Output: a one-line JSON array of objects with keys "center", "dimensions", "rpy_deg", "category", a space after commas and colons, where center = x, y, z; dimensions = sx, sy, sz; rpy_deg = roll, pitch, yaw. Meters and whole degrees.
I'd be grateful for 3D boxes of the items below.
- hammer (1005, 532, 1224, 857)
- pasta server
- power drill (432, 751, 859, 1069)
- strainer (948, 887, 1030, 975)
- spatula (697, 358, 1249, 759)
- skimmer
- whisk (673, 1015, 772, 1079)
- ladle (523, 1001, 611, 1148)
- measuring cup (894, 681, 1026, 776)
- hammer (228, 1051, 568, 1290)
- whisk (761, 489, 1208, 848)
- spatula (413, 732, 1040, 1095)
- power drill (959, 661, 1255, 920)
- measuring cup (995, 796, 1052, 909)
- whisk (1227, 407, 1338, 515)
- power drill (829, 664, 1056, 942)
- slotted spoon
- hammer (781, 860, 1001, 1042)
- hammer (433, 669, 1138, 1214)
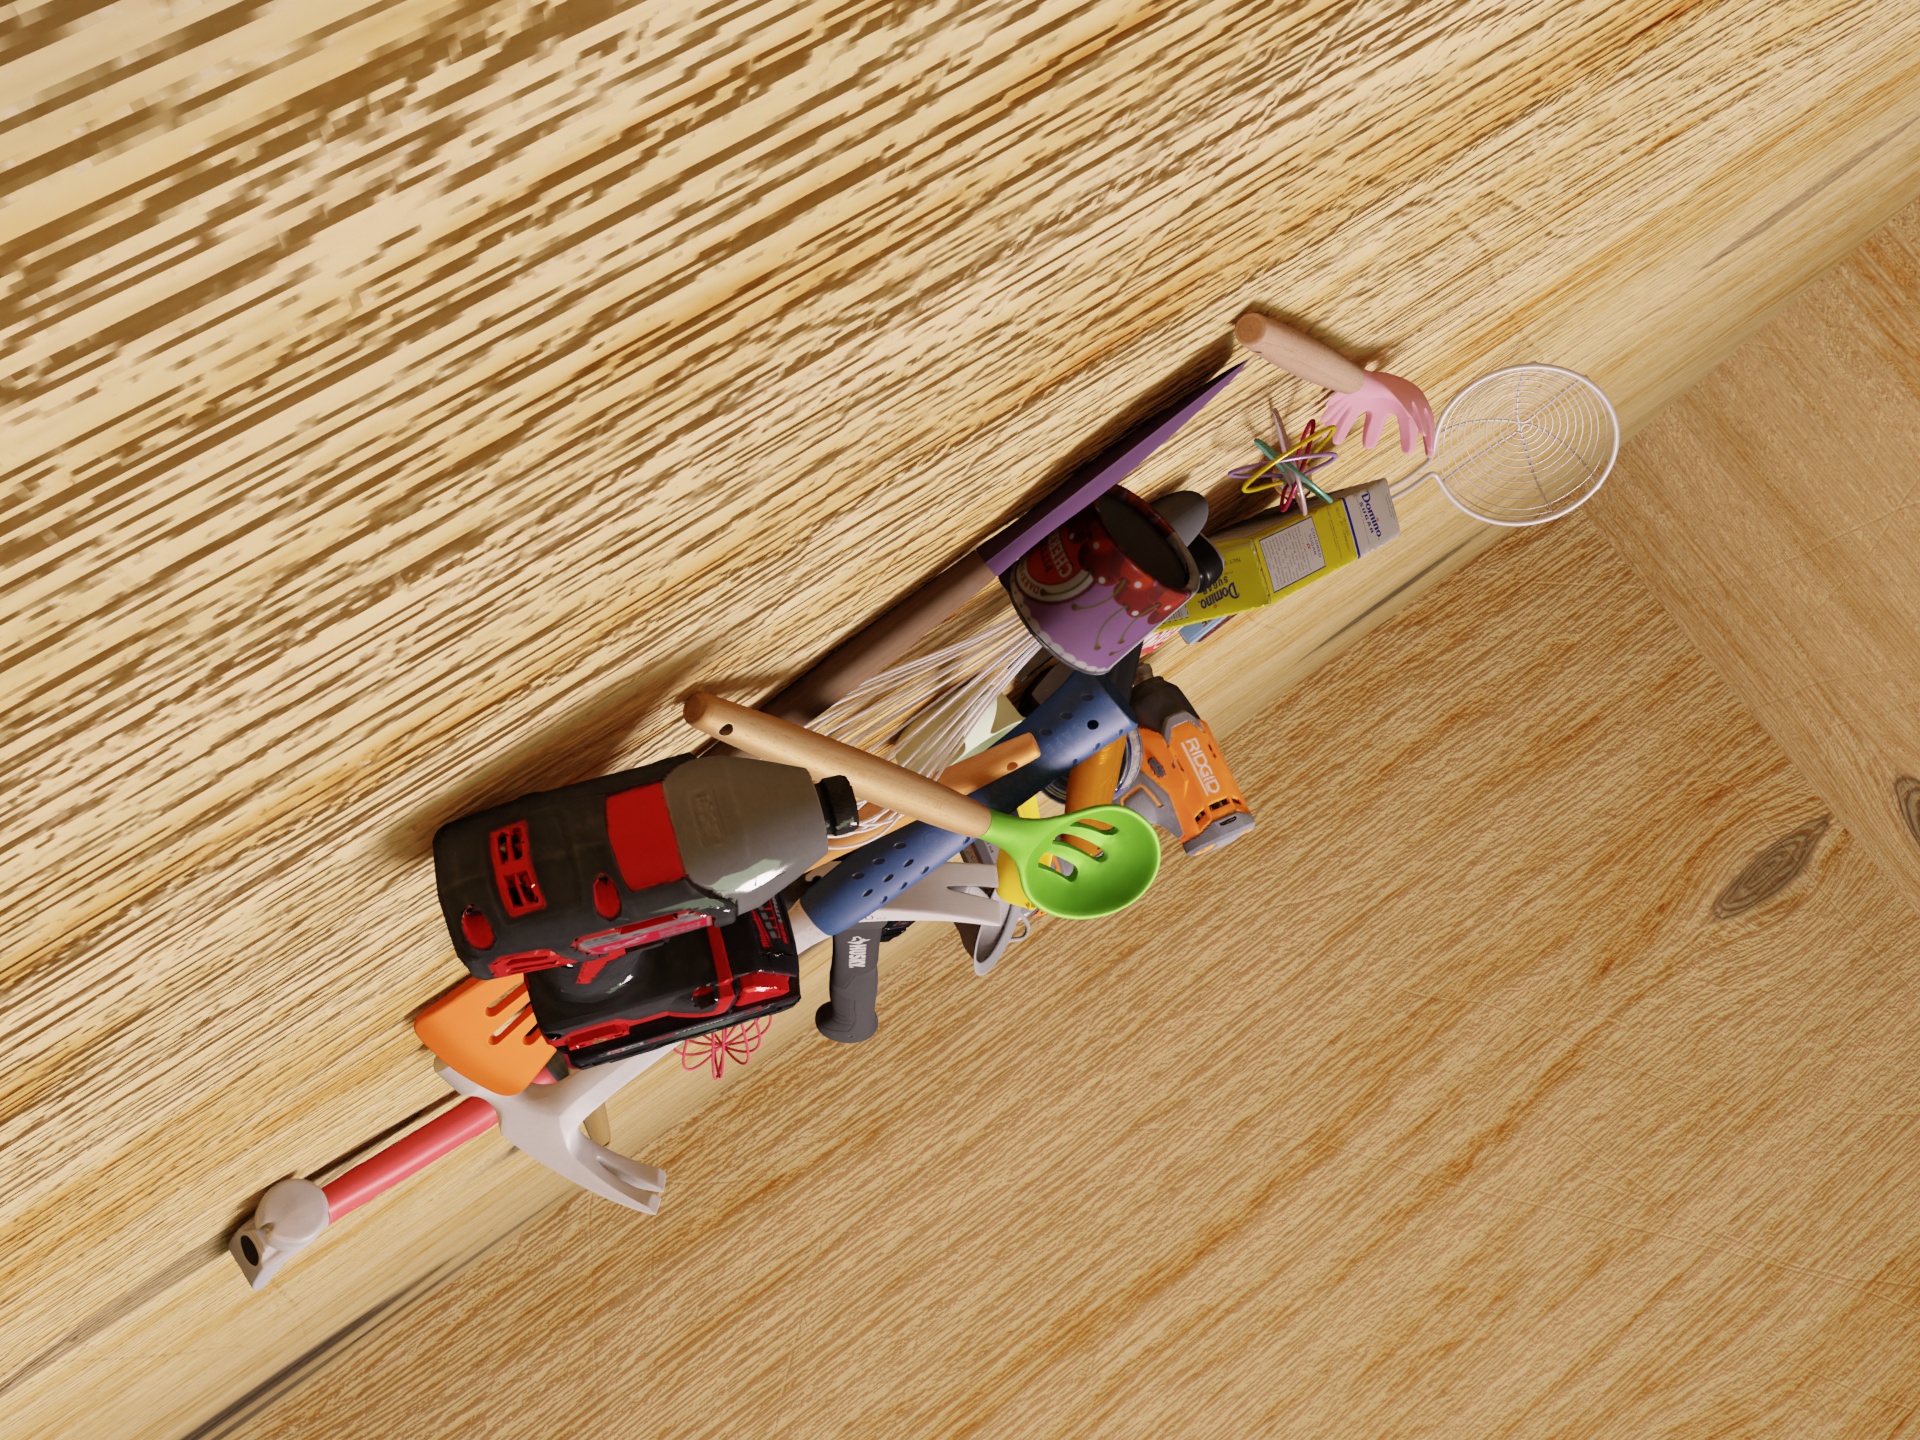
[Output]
[{"center": [0.081, 0.015, 0.951], "dimensions": [0.127, 0.034, 0.336], "rpy_deg": [-37, 160, -16], "category": "hammer"}, {"center": [0.177, -0.157, 0.752], "dimensions": [0.316, 0.060, 0.040], "rpy_deg": [-12, 113, -64], "category": "pasta server"}, {"center": [-0.115, 0.072, 0.623], "dimensions": [0.143, 0.079, 0.219], "rpy_deg": [-15, 163, -12], "category": "power drill"}, {"center": [0.010, 0.120, 1.052], "dimensions": [0.258, 0.050, 0.087], "rpy_deg": [58, 52, -75], "category": "strainer"}, {"center": [-0.010, -0.050, 0.660], "dimensions": [0.316, 0.018, 0.060], "rpy_deg": [-37, -177, 4], "category": "spatula"}, {"center": [0.297, -0.140, 1.119], "dimensions": [0.363, 0.127, 0.090], "rpy_deg": [-29, -149, -16], "category": "skimmer"}, {"center": [-0.150, 0.153, 0.992], "dimensions": [0.073, 0.073, 0.295], "rpy_deg": [-32, 159, -26], "category": "whisk"}, {"center": [-0.235, 0.220, 0.996], "dimensions": [0.069, 0.031, 0.315], "rpy_deg": [-34, 159, -24], "category": "ladle"}, {"center": [-0.001, -0.003, 0.880], "dimensions": [0.083, 0.038, 0.167], "rpy_deg": [-34, 169, -10], "category": "measuring cup"}, {"center": [-0.293, 0.247, 1.061], "dimensions": [0.386, 0.038, 0.143], "rpy_deg": [-28, 169, -42], "category": "hammer"}, {"center": [0.019, -0.033, 0.757], "dimensions": [0.284, 0.070, 0.070], "rpy_deg": [-37, 172, -24], "category": "whisk"}, {"center": [-0.106, 0.086, 0.764], "dimensions": [0.322, 0.041, 0.080], "rpy_deg": [-26, 134, 8], "category": "spatula"}, {"center": [0.105, 0.056, 1.280], "dimensions": [0.226, 0.164, 0.084], "rpy_deg": [-21, 168, -13], "category": "power drill"}, {"center": [0.033, 0.066, 0.980], "dimensions": [0.156, 0.029, 0.062], "rpy_deg": [74, 31, -58], "category": "measuring cup"}, {"center": [0.181, -0.134, 0.856], "dimensions": [0.047, 0.051, 0.245], "rpy_deg": [-63, 171, 11], "category": "whisk"}, {"center": [0.007, 0.046, 1.045], "dimensions": [0.226, 0.080, 0.188], "rpy_deg": [-39, 171, -1], "category": "power drill"}, {"center": [-0.006, 0.037, 0.701], "dimensions": [0.070, 0.031, 0.313], "rpy_deg": [-48, 142, 14], "category": "slotted spoon"}, {"center": [-0.061, 0.152, 0.992], "dimensions": [0.146, 0.035, 0.334], "rpy_deg": [-2, 157, -5], "category": "hammer"}, {"center": [-0.078, 0.110, 0.816], "dimensions": [0.405, 0.144, 0.035], "rpy_deg": [-37, -161, 14], "category": "hammer"}]
